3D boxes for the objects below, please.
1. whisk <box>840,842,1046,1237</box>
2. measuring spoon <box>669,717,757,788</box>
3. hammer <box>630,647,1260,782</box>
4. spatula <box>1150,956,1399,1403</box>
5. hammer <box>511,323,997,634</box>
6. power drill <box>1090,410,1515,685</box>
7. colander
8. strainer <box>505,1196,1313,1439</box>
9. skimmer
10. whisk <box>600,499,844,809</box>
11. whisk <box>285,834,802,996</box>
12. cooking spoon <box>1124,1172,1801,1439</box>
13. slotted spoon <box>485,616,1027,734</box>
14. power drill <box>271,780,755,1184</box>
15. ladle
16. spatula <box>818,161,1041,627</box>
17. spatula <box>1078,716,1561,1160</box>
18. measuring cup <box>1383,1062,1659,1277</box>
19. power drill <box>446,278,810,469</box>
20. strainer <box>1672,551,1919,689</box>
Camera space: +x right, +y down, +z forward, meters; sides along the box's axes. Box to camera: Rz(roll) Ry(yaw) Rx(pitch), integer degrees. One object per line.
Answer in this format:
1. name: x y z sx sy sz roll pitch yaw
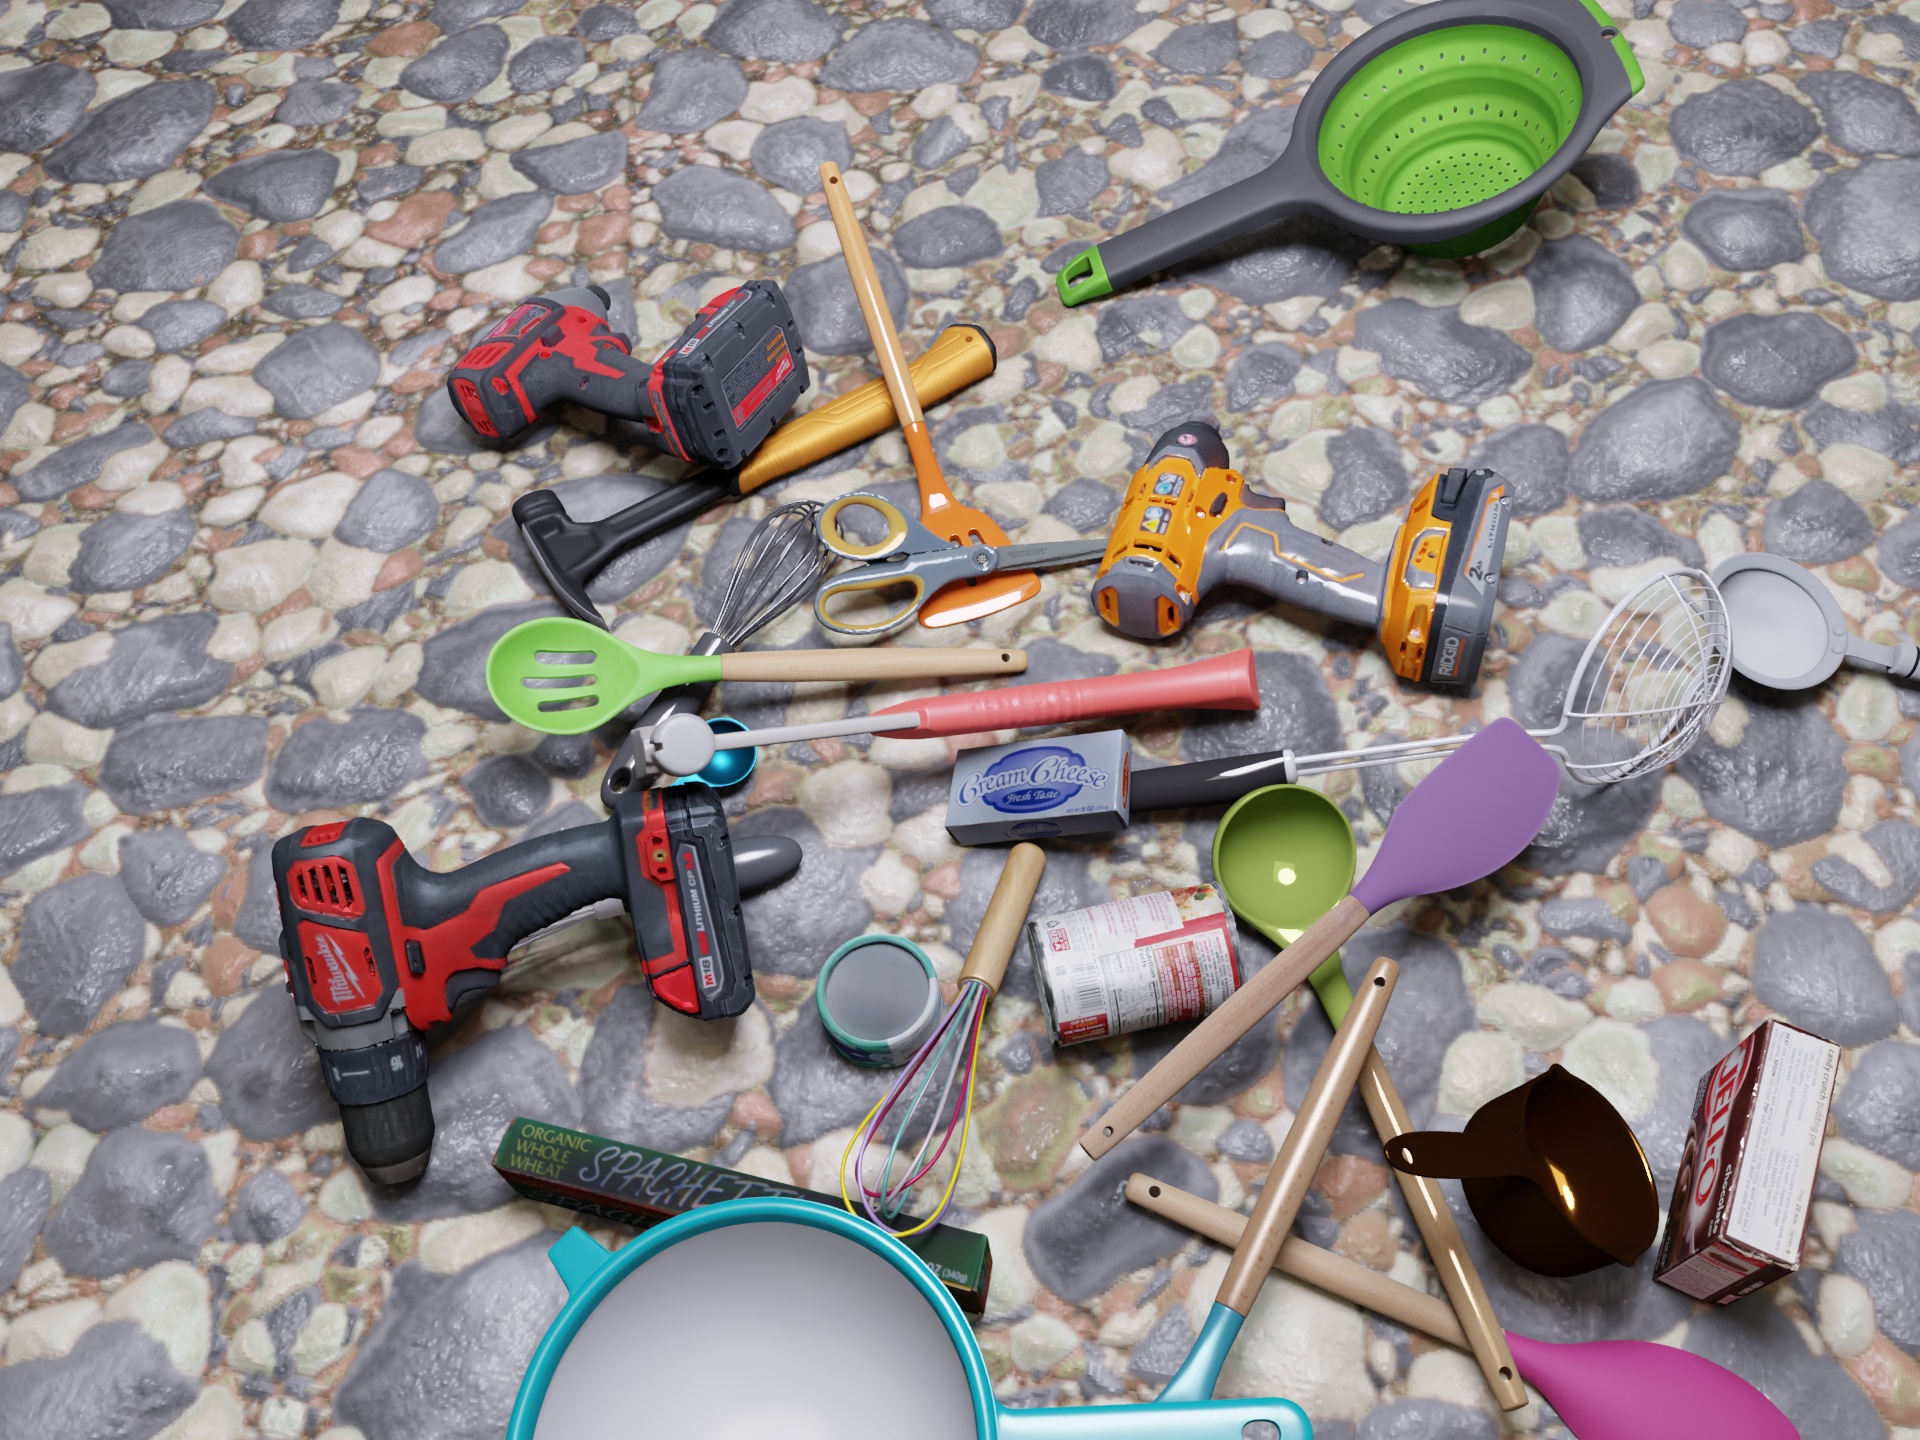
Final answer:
1. whisk: -0.002 0.151 0.805 0.047 0.051 0.245 0 41 24
2. measuring spoon: -0.168 0.052 0.927 0.042 0.021 0.128 41 78 10
3. hammer: -0.001 -0.003 0.893 0.359 0.149 0.037 -7 89 -16
4. spatula: 0.134 0.250 0.739 0.082 0.044 0.317 24 69 19
5. hammer: -0.119 -0.170 1.045 0.337 0.034 0.127 -30 60 -13
6. power drill: 0.208 -0.113 0.957 0.226 0.084 0.164 12 58 16
7. colander: 0.263 -0.359 1.109 0.397 0.094 0.205 -21 58 13
8. strainer: -0.022 0.323 0.698 0.340 0.095 0.211 -3 60 2
9. skimmer: 0.243 -0.001 0.887 0.363 0.127 0.090 -9 40 13
10. whisk: -0.145 -0.044 0.966 0.055 0.055 0.239 25 68 18
11. whisk: -0.226 0.106 0.876 0.284 0.070 0.070 -13 58 -8
12. cooking spoon: 0.227 0.282 0.746 0.319 0.017 0.069 20 61 16
13. slotted spoon: -0.114 -0.029 0.931 0.313 0.031 0.070 -2 76 -11
14. power drill: -0.223 0.130 0.816 0.226 0.080 0.188 -9 101 -10
15. ladle: 0.204 0.172 0.785 0.078 0.062 0.320 -16 57 -2
16. spatula: -0.036 -0.215 1.023 0.081 0.041 0.323 -18 84 -6
17. spatula: 0.182 0.111 0.791 0.316 0.018 0.060 -38 76 -12
18. measuring cup: 0.241 0.208 0.726 0.173 0.052 0.095 11 52 -30
19. power drill: -0.218 -0.239 1.053 0.220 0.078 0.143 11 49 28
20. strainer: 0.526 -0.034 0.904 0.258 0.050 0.087 17 67 8
